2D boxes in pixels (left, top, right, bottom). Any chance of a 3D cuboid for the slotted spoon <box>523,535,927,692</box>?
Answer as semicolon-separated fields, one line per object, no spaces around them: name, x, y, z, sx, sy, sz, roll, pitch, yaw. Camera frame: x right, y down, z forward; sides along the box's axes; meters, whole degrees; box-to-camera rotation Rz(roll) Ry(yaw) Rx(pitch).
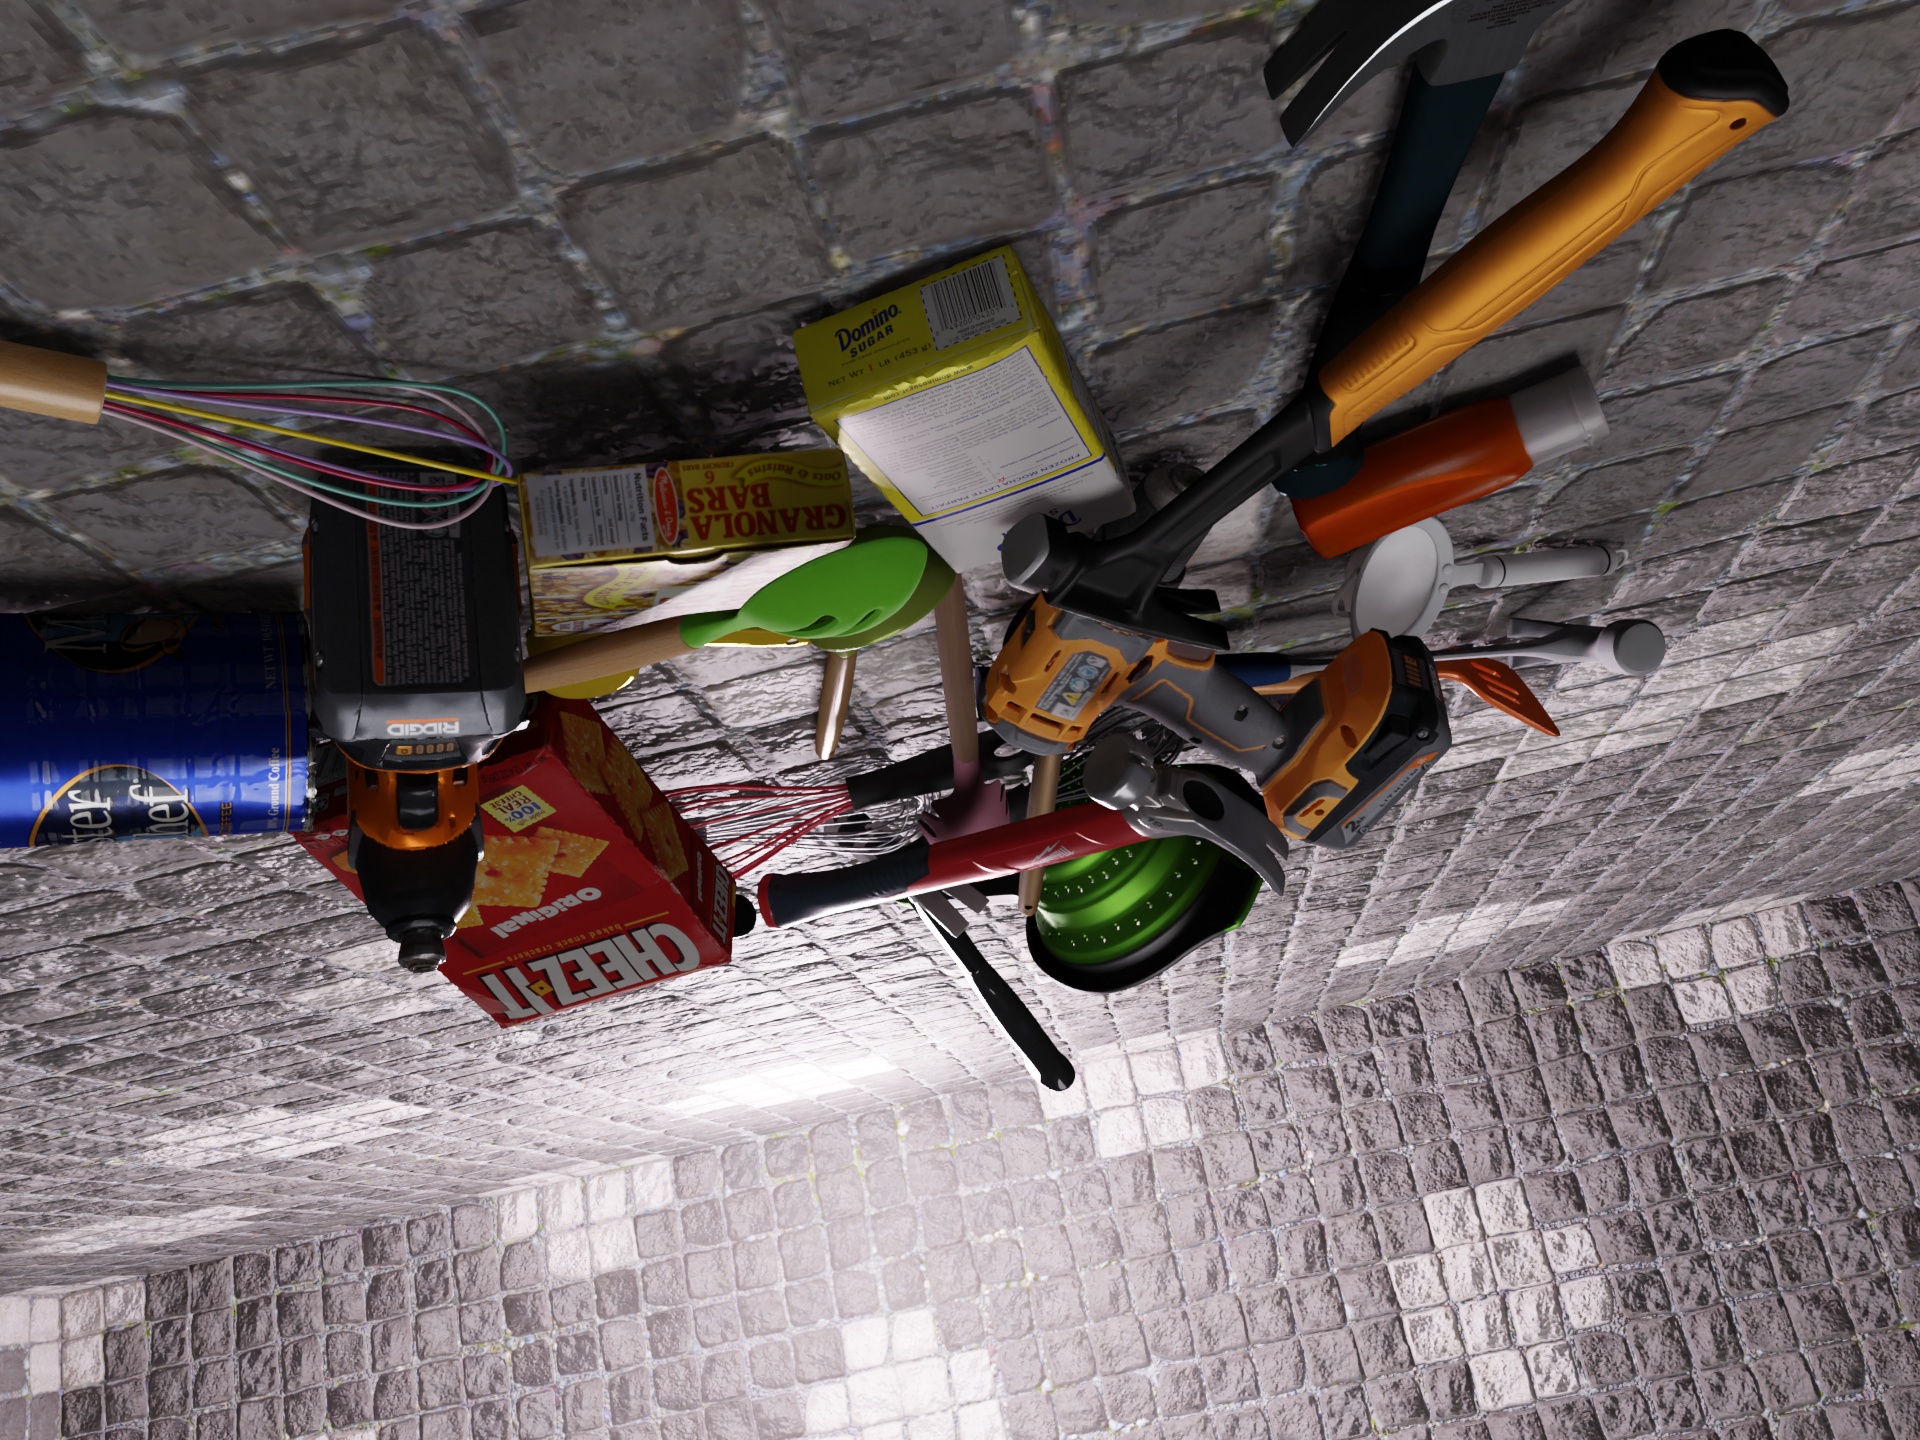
slotted spoon;-0.129;-0.035;0.694;0.070;0.031;0.314;-7;179;-44

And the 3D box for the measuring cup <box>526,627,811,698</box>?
measuring cup;-0.147;-0.033;0.834;0.156;0.029;0.062;-2;157;-26

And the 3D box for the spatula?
spatula;0.255;-0.021;1.074;0.322;0.081;0.041;-2;130;-13

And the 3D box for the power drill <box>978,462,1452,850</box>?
power drill;0.145;-0.032;0.837;0.226;0.084;0.185;20;133;-14

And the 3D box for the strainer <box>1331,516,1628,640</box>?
strainer;0.304;-0.086;0.939;0.258;0.050;0.086;-7;116;-28

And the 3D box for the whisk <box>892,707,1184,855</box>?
whisk;0.047;0.055;1.079;0.239;0.055;0.055;-29;159;0

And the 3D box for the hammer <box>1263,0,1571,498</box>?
hammer;0.169;-0.177;0.626;0.128;0.033;0.330;-12;160;-3

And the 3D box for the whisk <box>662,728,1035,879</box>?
whisk;-0.089;0.052;1.018;0.296;0.073;0.073;-16;160;-2

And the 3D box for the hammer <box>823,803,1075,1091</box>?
hammer;0.017;0.194;1.216;0.035;0.146;0.334;-46;133;-15

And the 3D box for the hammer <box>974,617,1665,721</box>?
hammer;0.211;-0.033;0.990;0.405;0.035;0.144;-5;-175;-6

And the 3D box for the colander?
colander;0.055;0.098;1.209;0.094;0.205;0.397;44;147;-26

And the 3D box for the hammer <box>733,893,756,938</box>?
hammer;-0.242;0.163;1.187;0.149;0.036;0.409;1;168;-26

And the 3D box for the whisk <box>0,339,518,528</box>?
whisk;-0.270;-0.108;0.545;0.244;0.047;0.051;8;126;-34

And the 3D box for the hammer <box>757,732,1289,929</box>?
hammer;0.011;0.091;0.964;0.143;0.038;0.386;31;148;-32

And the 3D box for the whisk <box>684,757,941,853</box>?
whisk;-0.153;0.072;1.086;0.284;0.070;0.070;-9;160;7

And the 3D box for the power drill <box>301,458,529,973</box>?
power drill;-0.239;0.007;0.699;0.084;0.164;0.226;-2;156;-20

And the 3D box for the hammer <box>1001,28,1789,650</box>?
hammer;0.164;-0.131;0.621;0.127;0.034;0.337;14;144;-34

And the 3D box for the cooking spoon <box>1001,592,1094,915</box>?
cooking spoon;0.052;0.030;0.975;0.068;0.017;0.318;1;141;-2

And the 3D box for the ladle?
ladle;-0.058;-0.023;0.880;0.078;0.062;0.320;-37;170;-18

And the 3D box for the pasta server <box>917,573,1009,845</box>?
pasta server;-0.001;-0.003;0.915;0.060;0.040;0.316;-18;144;-8
